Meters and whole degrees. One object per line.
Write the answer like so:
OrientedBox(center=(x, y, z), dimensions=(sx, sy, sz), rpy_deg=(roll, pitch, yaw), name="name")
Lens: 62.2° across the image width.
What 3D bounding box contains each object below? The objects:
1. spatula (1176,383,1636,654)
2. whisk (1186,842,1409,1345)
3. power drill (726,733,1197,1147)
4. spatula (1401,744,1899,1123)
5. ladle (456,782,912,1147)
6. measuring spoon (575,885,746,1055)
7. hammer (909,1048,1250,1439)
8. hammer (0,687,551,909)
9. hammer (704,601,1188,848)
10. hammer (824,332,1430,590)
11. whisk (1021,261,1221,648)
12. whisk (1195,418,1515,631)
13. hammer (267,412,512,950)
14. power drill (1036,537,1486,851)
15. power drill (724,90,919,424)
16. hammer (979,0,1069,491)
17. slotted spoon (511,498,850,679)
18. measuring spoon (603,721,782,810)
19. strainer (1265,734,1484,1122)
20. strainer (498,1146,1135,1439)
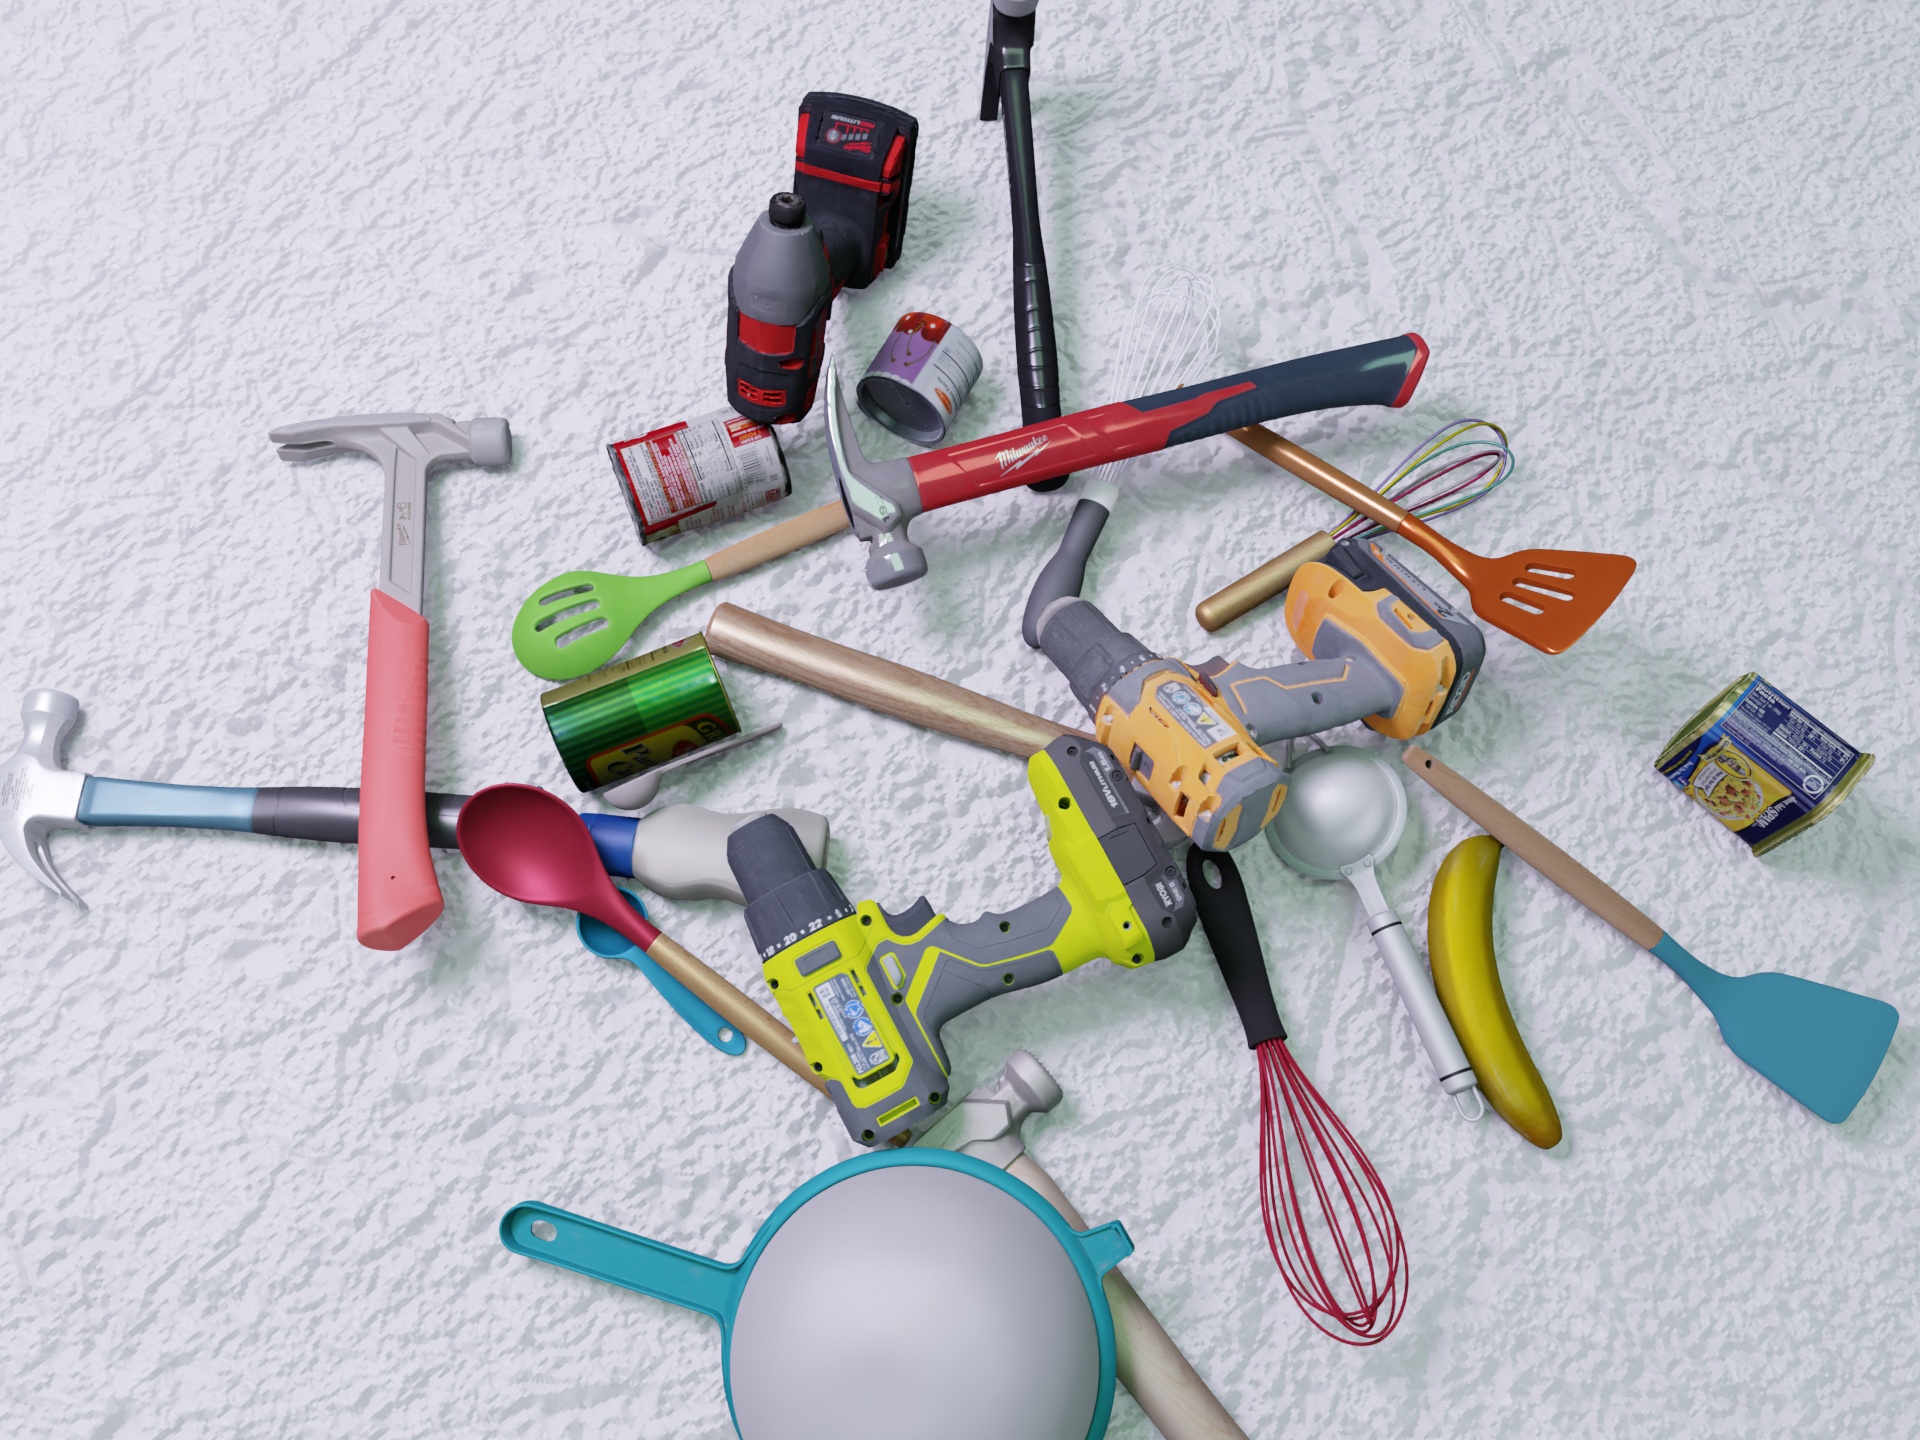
OrientedBox(center=(0.260, -0.141, 0.999), dimensions=(0.323, 0.041, 0.081), rpy_deg=(38, 76, 28), name="spatula")
OrientedBox(center=(0.182, 0.202, 0.905), dimensions=(0.073, 0.073, 0.296), rpy_deg=(-12, 64, -7), name="whisk")
OrientedBox(center=(-0.004, 0.102, 0.890), dimensions=(0.228, 0.080, 0.191), rpy_deg=(-27, 81, -6), name="power drill")
OrientedBox(center=(0.396, 0.111, 0.940), dimensions=(0.317, 0.044, 0.082), rpy_deg=(37, 75, 3), name="spatula")
OrientedBox(center=(-0.154, 0.142, 0.908), dimensions=(0.315, 0.031, 0.069), rpy_deg=(38, 103, 2), name="ladle")
OrientedBox(center=(-0.173, 0.149, 0.932), dimensions=(0.128, 0.021, 0.042), rpy_deg=(44, 80, 4), name="measuring spoon")
OrientedBox(center=(0.116, 0.377, 0.846), dimensions=(0.146, 0.038, 0.411), rpy_deg=(-39, 76, -13), name="hammer")
OrientedBox(center=(-0.404, 0.053, 0.946), dimensions=(0.331, 0.033, 0.128), rpy_deg=(3, 69, -1), name="hammer")
OrientedBox(center=(-0.002, -0.003, 0.984), dimensions=(0.331, 0.031, 0.130), rpy_deg=(19, 70, 5), name="hammer")
OrientedBox(center=(0.109, -0.199, 0.994), dimensions=(0.386, 0.038, 0.143), rpy_deg=(-16, 87, -10), name="hammer")
OrientedBox(center=(0.103, -0.173, 1.036), dimensions=(0.070, 0.070, 0.285), rpy_deg=(23, 78, 6), name="whisk")
OrientedBox(center=(0.260, -0.122, 1.036), dimensions=(0.245, 0.047, 0.051), rpy_deg=(-31, 62, -8), name="whisk")
OrientedBox(center=(-0.348, -0.036, 0.955), dimensions=(0.149, 0.036, 0.359), rpy_deg=(-5, 62, -7), name="hammer")
OrientedBox(center=(0.172, -0.034, 0.946), dimensions=(0.226, 0.084, 0.186), rpy_deg=(-24, 54, -26), name="power drill")
OrientedBox(center=(-0.092, -0.301, 1.002), dimensions=(0.078, 0.143, 0.220), rpy_deg=(14, 46, 2), name="power drill")
OrientedBox(center=(0.044, -0.318, 1.070), dimensions=(0.035, 0.146, 0.335), rpy_deg=(-4, 81, -3), name="hammer")
OrientedBox(center=(-0.139, -0.108, 1.021), dimensions=(0.314, 0.031, 0.070), rpy_deg=(-24, 72, -12), name="slotted spoon")
OrientedBox(center=(-0.156, 0.028, 0.955), dimensions=(0.124, 0.034, 0.018), rpy_deg=(-24, 94, -34), name="measuring spoon")
OrientedBox(center=(0.247, 0.111, 0.934), dimensions=(0.087, 0.050, 0.259), rpy_deg=(-26, 68, 13), name="strainer")
OrientedBox(center=(-0.089, 0.312, 0.808), dimensions=(0.340, 0.095, 0.211), rpy_deg=(15, 85, 8), name="strainer")
